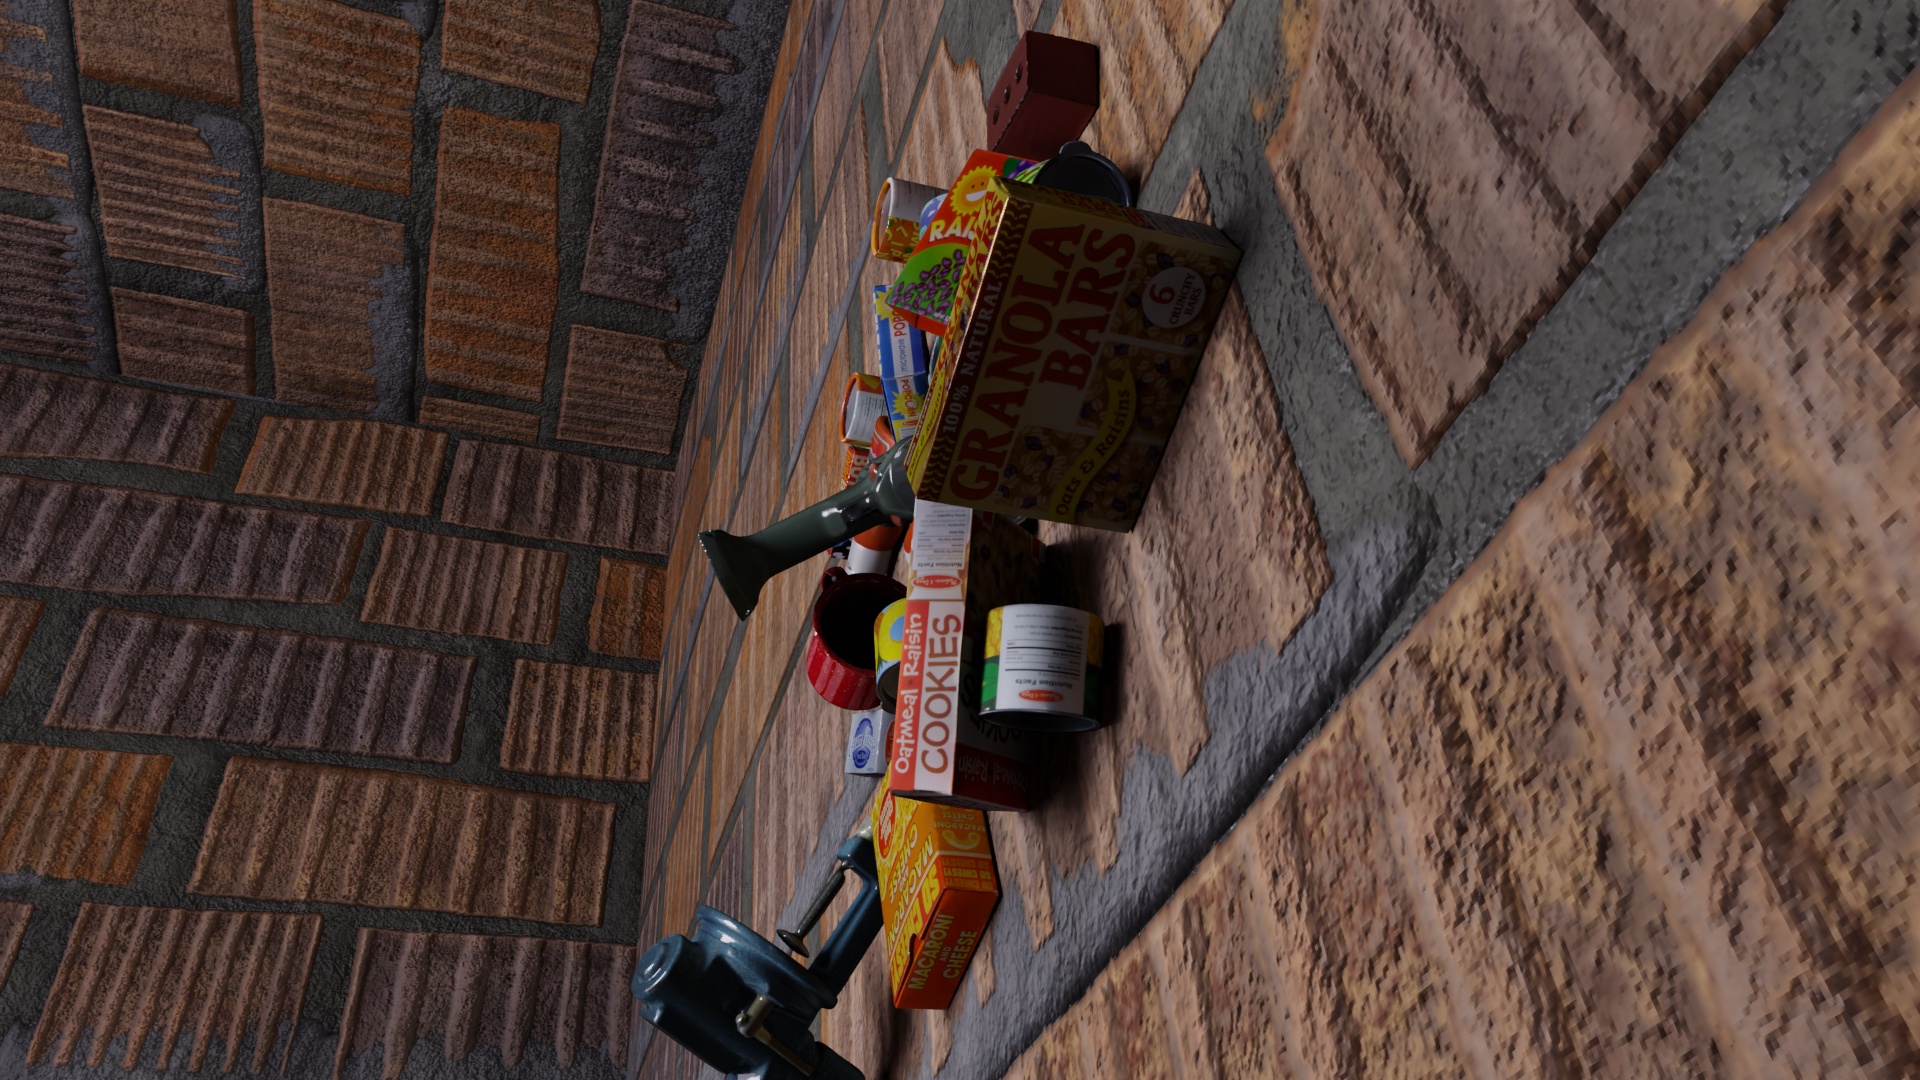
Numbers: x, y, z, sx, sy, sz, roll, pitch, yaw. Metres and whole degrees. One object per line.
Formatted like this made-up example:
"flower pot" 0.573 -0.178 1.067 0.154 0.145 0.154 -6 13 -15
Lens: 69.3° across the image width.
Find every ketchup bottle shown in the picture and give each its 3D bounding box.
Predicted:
"ketchup bottle" -0.068 -0.032 1.220 0.065 0.043 0.148 -122 43 -58

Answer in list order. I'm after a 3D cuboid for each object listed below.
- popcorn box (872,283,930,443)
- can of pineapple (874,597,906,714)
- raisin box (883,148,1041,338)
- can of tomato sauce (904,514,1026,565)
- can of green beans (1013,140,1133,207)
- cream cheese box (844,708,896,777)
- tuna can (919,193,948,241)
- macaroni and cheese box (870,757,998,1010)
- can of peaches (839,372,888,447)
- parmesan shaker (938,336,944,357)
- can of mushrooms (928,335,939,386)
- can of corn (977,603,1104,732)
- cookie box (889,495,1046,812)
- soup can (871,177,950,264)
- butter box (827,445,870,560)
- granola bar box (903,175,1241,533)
"popcorn box" -0.045 -0.145 1.161 0.084 0.038 0.127 78 -176 -46
"can of pineapple" -0.030 0.082 0.986 0.058 0.071 0.070 -97 23 -45
"raisin box" 0.017 -0.190 0.909 0.086 0.040 0.123 27 85 45
"can of tomato sauce" 0.003 -0.012 0.927 0.082 0.071 0.071 119 154 -51
"can of green beans" 0.063 -0.197 0.835 0.058 0.071 0.071 -153 73 -73
"cream cheese box" -0.070 0.169 1.153 0.103 0.024 0.053 152 127 -69
"tuna can" 0.003 -0.234 1.056 0.070 0.071 0.033 132 144 -61
"macaroni and cheese box" -0.022 0.210 0.942 0.167 0.040 0.123 -103 26 -52
"can of peaches" -0.075 -0.117 1.266 0.071 0.058 0.071 -170 89 -73
"parmesan shaker" 0.015 -0.122 0.944 0.071 0.071 0.103 127 148 -57
"can of mushrooms" 0.001 -0.143 1.070 0.071 0.033 0.071 -170 89 -74
"can of corn" 0.044 0.071 0.754 0.071 0.071 0.058 142 135 -67
"cookie box" 0.007 0.069 0.804 0.123 0.040 0.168 34 -122 -63
"soup can" -0.025 -0.251 1.125 0.071 0.084 0.071 -170 89 -74
"butter box" -0.085 -0.032 1.262 0.024 0.053 0.103 -130 51 -66
"granola bar box" 0.053 -0.090 0.707 0.039 0.124 0.164 -109 33 -56
